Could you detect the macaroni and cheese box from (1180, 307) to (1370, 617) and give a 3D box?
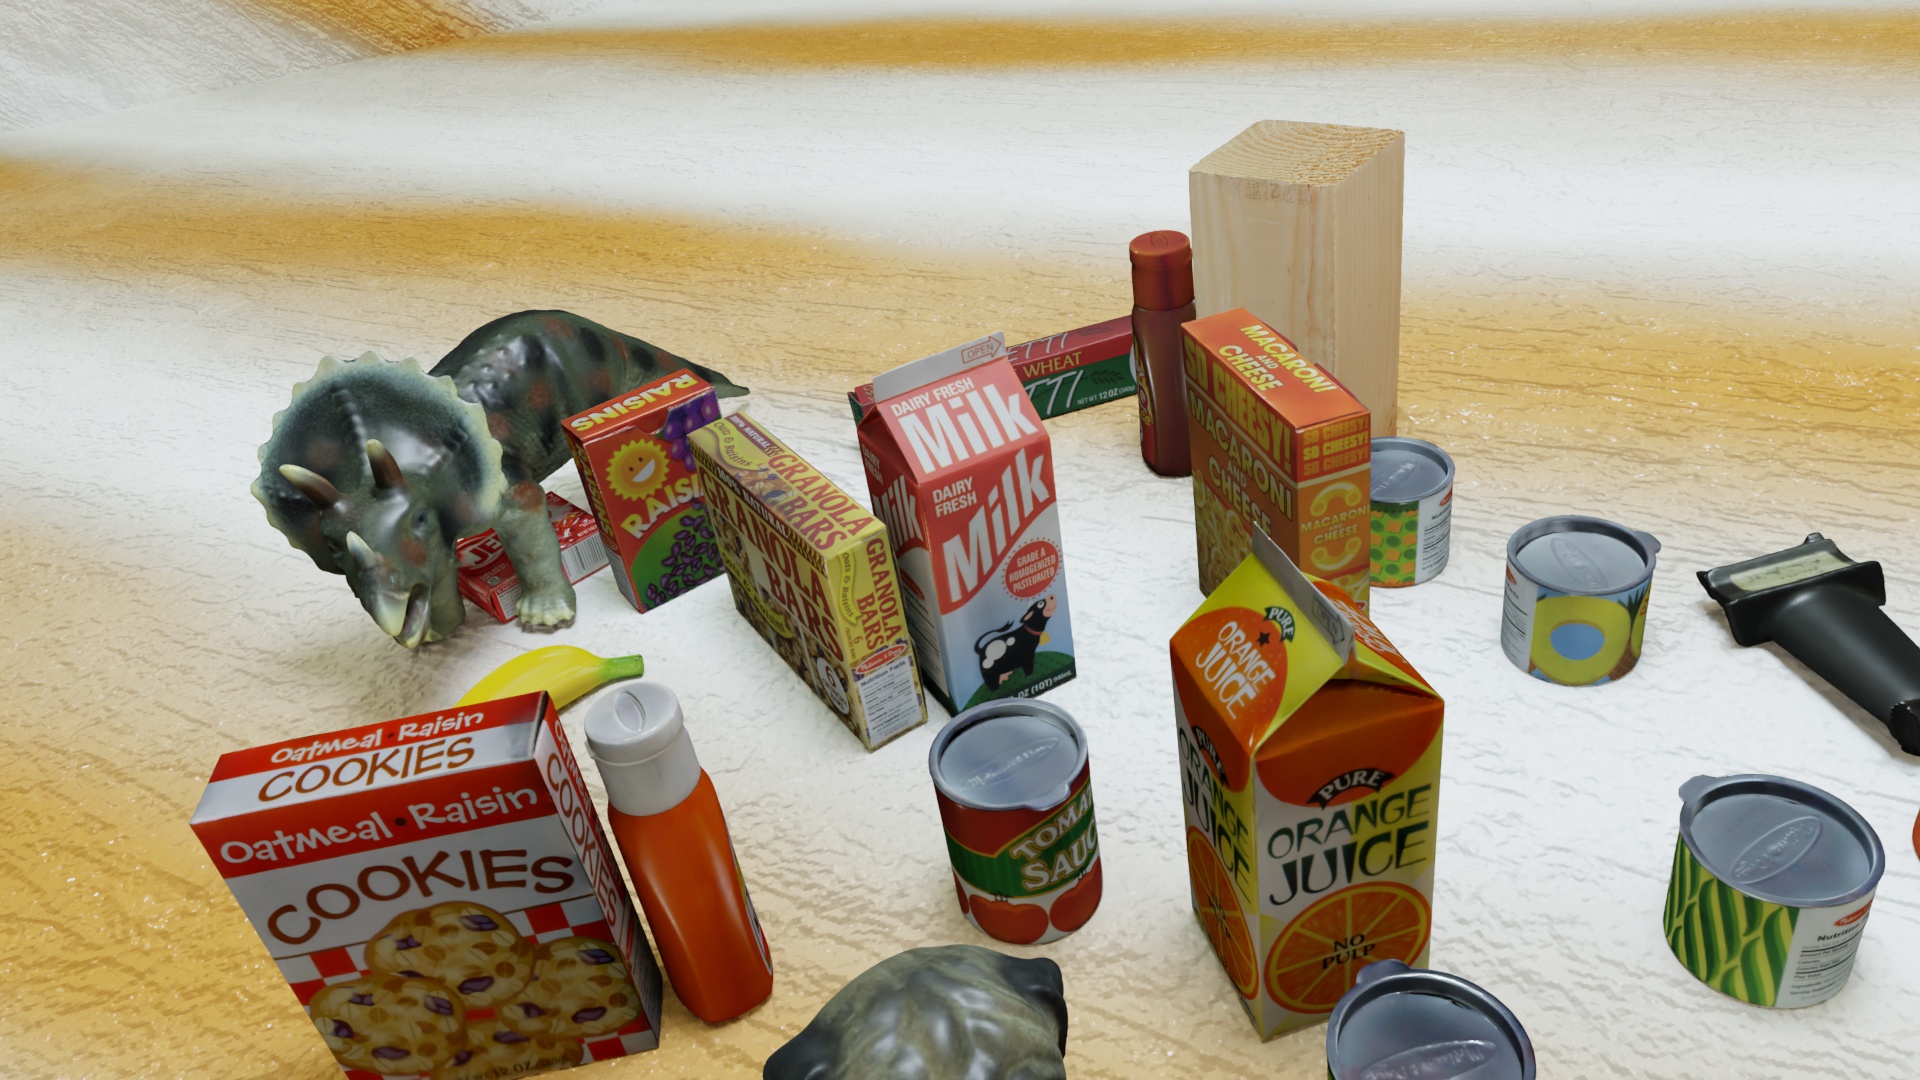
[{"bbox_3d":[0.156,-0.015,0.686,0.040,0.165,0.124,-16,34,-9],"label":"macaroni and cheese box"}]

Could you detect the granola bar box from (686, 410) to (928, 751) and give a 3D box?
[{"bbox_3d":[-0.082,0.017,0.738,0.039,0.123,0.166,-26,36,-22],"label":"granola bar box"}]

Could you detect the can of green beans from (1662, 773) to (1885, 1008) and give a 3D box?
[{"bbox_3d":[0.305,0.132,0.526,0.071,0.057,0.071,-7,33,5],"label":"can of green beans"}]

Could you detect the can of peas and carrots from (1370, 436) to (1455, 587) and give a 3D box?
[{"bbox_3d":[0.234,-0.017,0.766,0.071,0.058,0.071,-7,33,5],"label":"can of peas and carrots"}]

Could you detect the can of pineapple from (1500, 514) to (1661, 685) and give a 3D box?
[{"bbox_3d":[0.303,0.029,0.680,0.071,0.057,0.071,-7,33,5],"label":"can of pineapple"}]

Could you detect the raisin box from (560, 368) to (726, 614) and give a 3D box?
[{"bbox_3d":[-0.178,-0.029,0.832,0.086,0.122,0.040,-27,37,-25],"label":"raisin box"}]

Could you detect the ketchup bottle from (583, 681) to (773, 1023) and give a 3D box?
[{"bbox_3d":[-0.114,0.125,0.562,0.044,0.148,0.065,-22,35,-18],"label":"ketchup bottle"}]

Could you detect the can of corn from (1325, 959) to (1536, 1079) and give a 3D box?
[{"bbox_3d":[0.158,0.190,0.476,0.071,0.058,0.071,-7,33,5],"label":"can of corn"}]

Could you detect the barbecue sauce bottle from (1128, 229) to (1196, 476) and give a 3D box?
[{"bbox_3d":[0.129,-0.117,0.861,0.044,0.147,0.065,-7,33,4],"label":"barbecue sauce bottle"}]

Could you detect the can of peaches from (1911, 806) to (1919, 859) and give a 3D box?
[{"bbox_3d":[0.412,0.105,0.539,0.071,0.057,0.071,-7,33,5],"label":"can of peaches"}]

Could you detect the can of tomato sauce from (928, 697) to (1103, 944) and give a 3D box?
[{"bbox_3d":[0.027,0.121,0.592,0.071,0.082,0.071,-7,33,5],"label":"can of tomato sauce"}]

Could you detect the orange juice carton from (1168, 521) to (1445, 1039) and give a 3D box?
[{"bbox_3d":[0.127,0.088,0.515,0.073,0.191,0.072,-15,34,-8],"label":"orange juice carton"}]

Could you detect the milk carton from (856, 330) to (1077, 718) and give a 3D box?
[{"bbox_3d":[0.002,-0.009,0.694,0.072,0.189,0.073,-23,35,-19],"label":"milk carton"}]

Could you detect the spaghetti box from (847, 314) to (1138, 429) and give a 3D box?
[{"bbox_3d":[0.048,-0.110,0.960,0.250,0.050,0.029,-16,34,-10],"label":"spaghetti box"}]

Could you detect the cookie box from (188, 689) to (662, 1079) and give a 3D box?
[{"bbox_3d":[-0.198,0.143,0.540,0.123,0.166,0.040,-11,33,-2],"label":"cookie box"}]
